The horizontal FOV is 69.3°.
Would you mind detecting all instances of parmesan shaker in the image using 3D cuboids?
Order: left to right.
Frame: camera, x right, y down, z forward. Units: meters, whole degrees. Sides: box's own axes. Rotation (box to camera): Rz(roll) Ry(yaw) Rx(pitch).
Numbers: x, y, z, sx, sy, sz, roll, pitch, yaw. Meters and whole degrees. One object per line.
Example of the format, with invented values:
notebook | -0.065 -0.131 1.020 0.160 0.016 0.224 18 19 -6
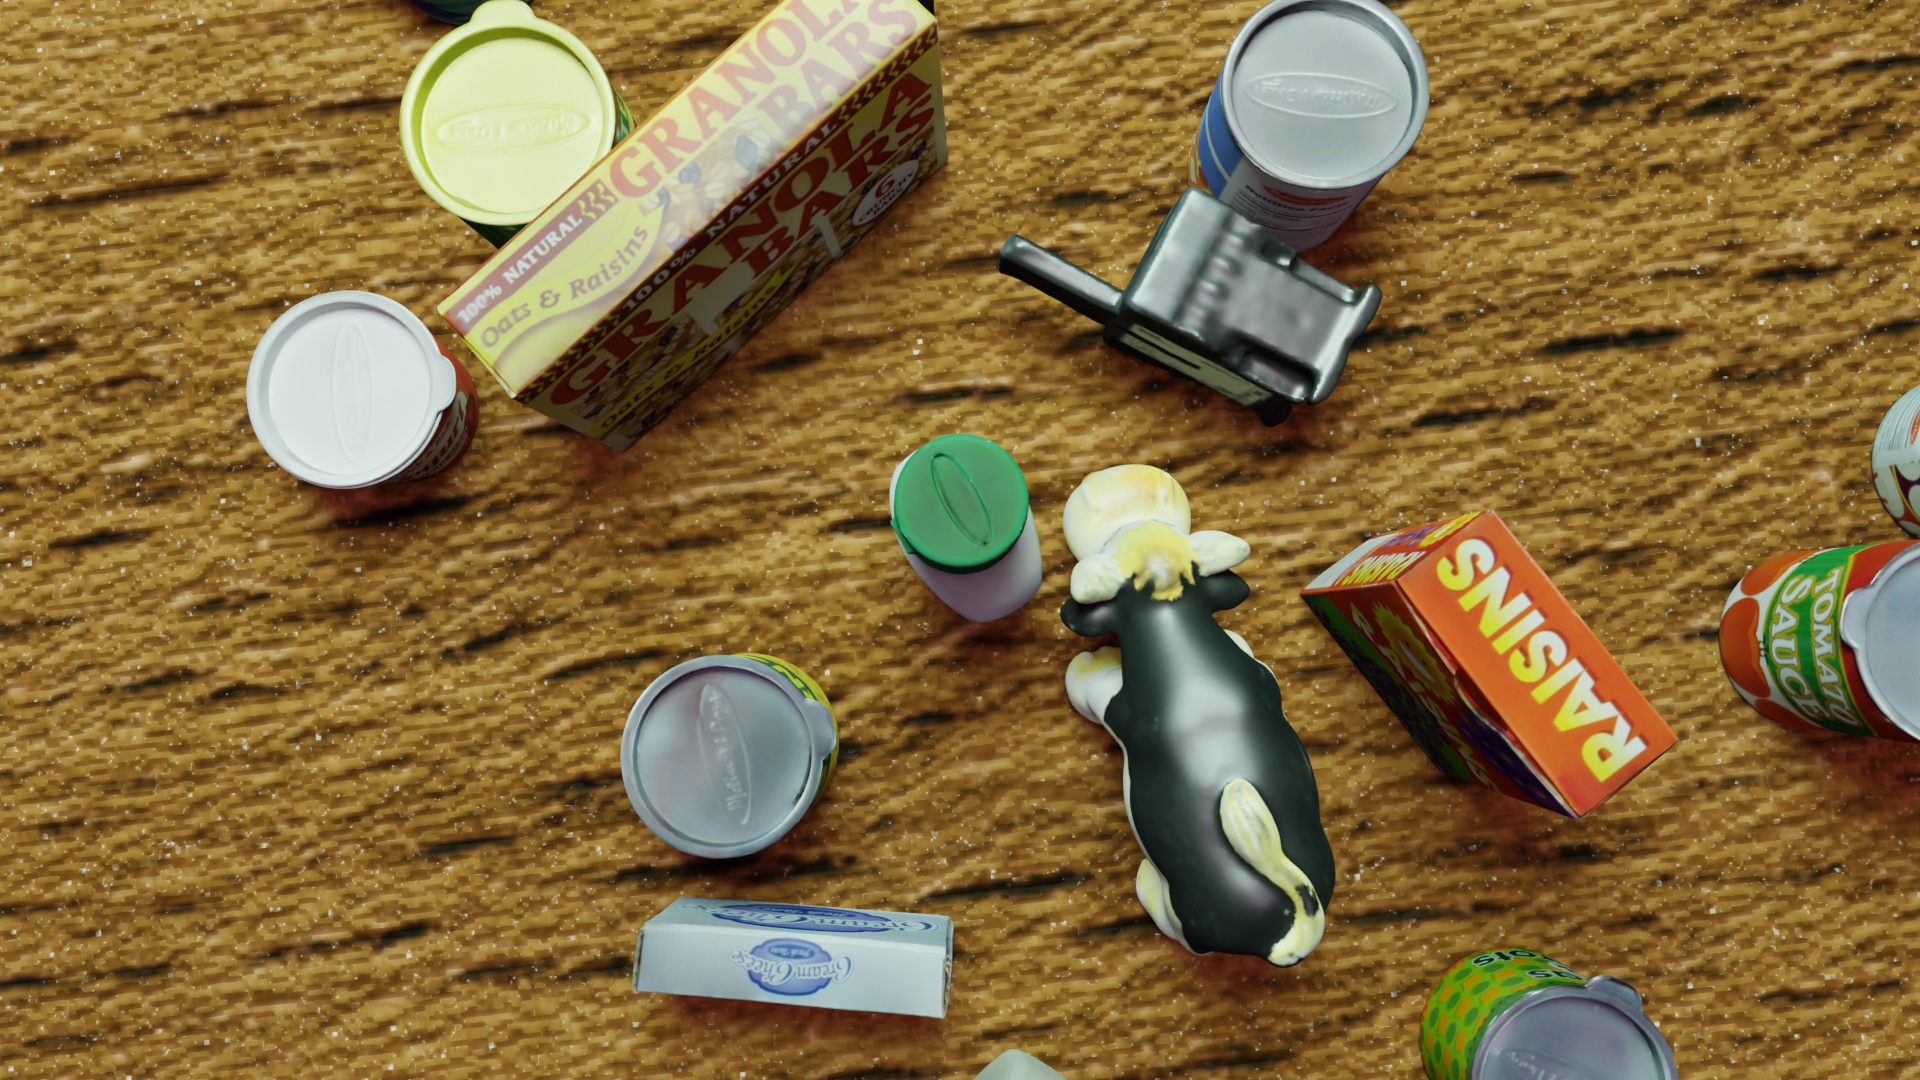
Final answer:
parmesan shaker | -0.137 -0.128 0.474 0.071 0.103 0.071 0 86 1

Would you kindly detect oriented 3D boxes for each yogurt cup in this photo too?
yogurt cup | -0.208 -0.050 0.495 0.072 0.054 0.072 0 86 1

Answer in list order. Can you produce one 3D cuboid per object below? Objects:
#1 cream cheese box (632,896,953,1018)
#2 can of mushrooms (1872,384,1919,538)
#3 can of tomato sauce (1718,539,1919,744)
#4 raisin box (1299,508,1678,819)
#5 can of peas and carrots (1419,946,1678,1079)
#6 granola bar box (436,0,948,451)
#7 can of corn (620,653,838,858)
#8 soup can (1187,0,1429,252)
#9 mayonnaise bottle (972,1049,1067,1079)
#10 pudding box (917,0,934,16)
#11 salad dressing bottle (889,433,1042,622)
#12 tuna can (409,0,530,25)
cream cheese box | -0.054 0.142 0.478 0.104 0.053 0.024 4 87 1
can of mushrooms | 0.368 -0.028 0.493 0.071 0.033 0.071 0 86 1
can of tomato sauce | 0.306 0.034 0.465 0.071 0.083 0.071 0 86 1
raisin box | 0.161 0.037 0.447 0.040 0.123 0.086 -37 86 -1
can of peas and carrots | 0.197 0.174 0.469 0.071 0.058 0.071 0 86 1
granola bar box | -0.079 -0.105 0.461 0.165 0.124 0.039 -42 87 -2
can of corn | -0.075 0.071 0.481 0.071 0.058 0.071 0 86 1
soup can | 0.117 -0.143 0.481 0.071 0.083 0.071 0 86 1
mayonnaise bottle | 0.014 0.208 0.425 0.041 0.148 0.065 34 88 3
pudding box | -0.039 -0.231 0.507 0.030 0.049 0.083 -24 86 0
salad dressing bottle | 0.002 -0.006 0.441 0.044 0.147 0.064 -29 86 -1
tuna can | -0.190 -0.230 0.518 0.071 0.033 0.071 0 86 1
